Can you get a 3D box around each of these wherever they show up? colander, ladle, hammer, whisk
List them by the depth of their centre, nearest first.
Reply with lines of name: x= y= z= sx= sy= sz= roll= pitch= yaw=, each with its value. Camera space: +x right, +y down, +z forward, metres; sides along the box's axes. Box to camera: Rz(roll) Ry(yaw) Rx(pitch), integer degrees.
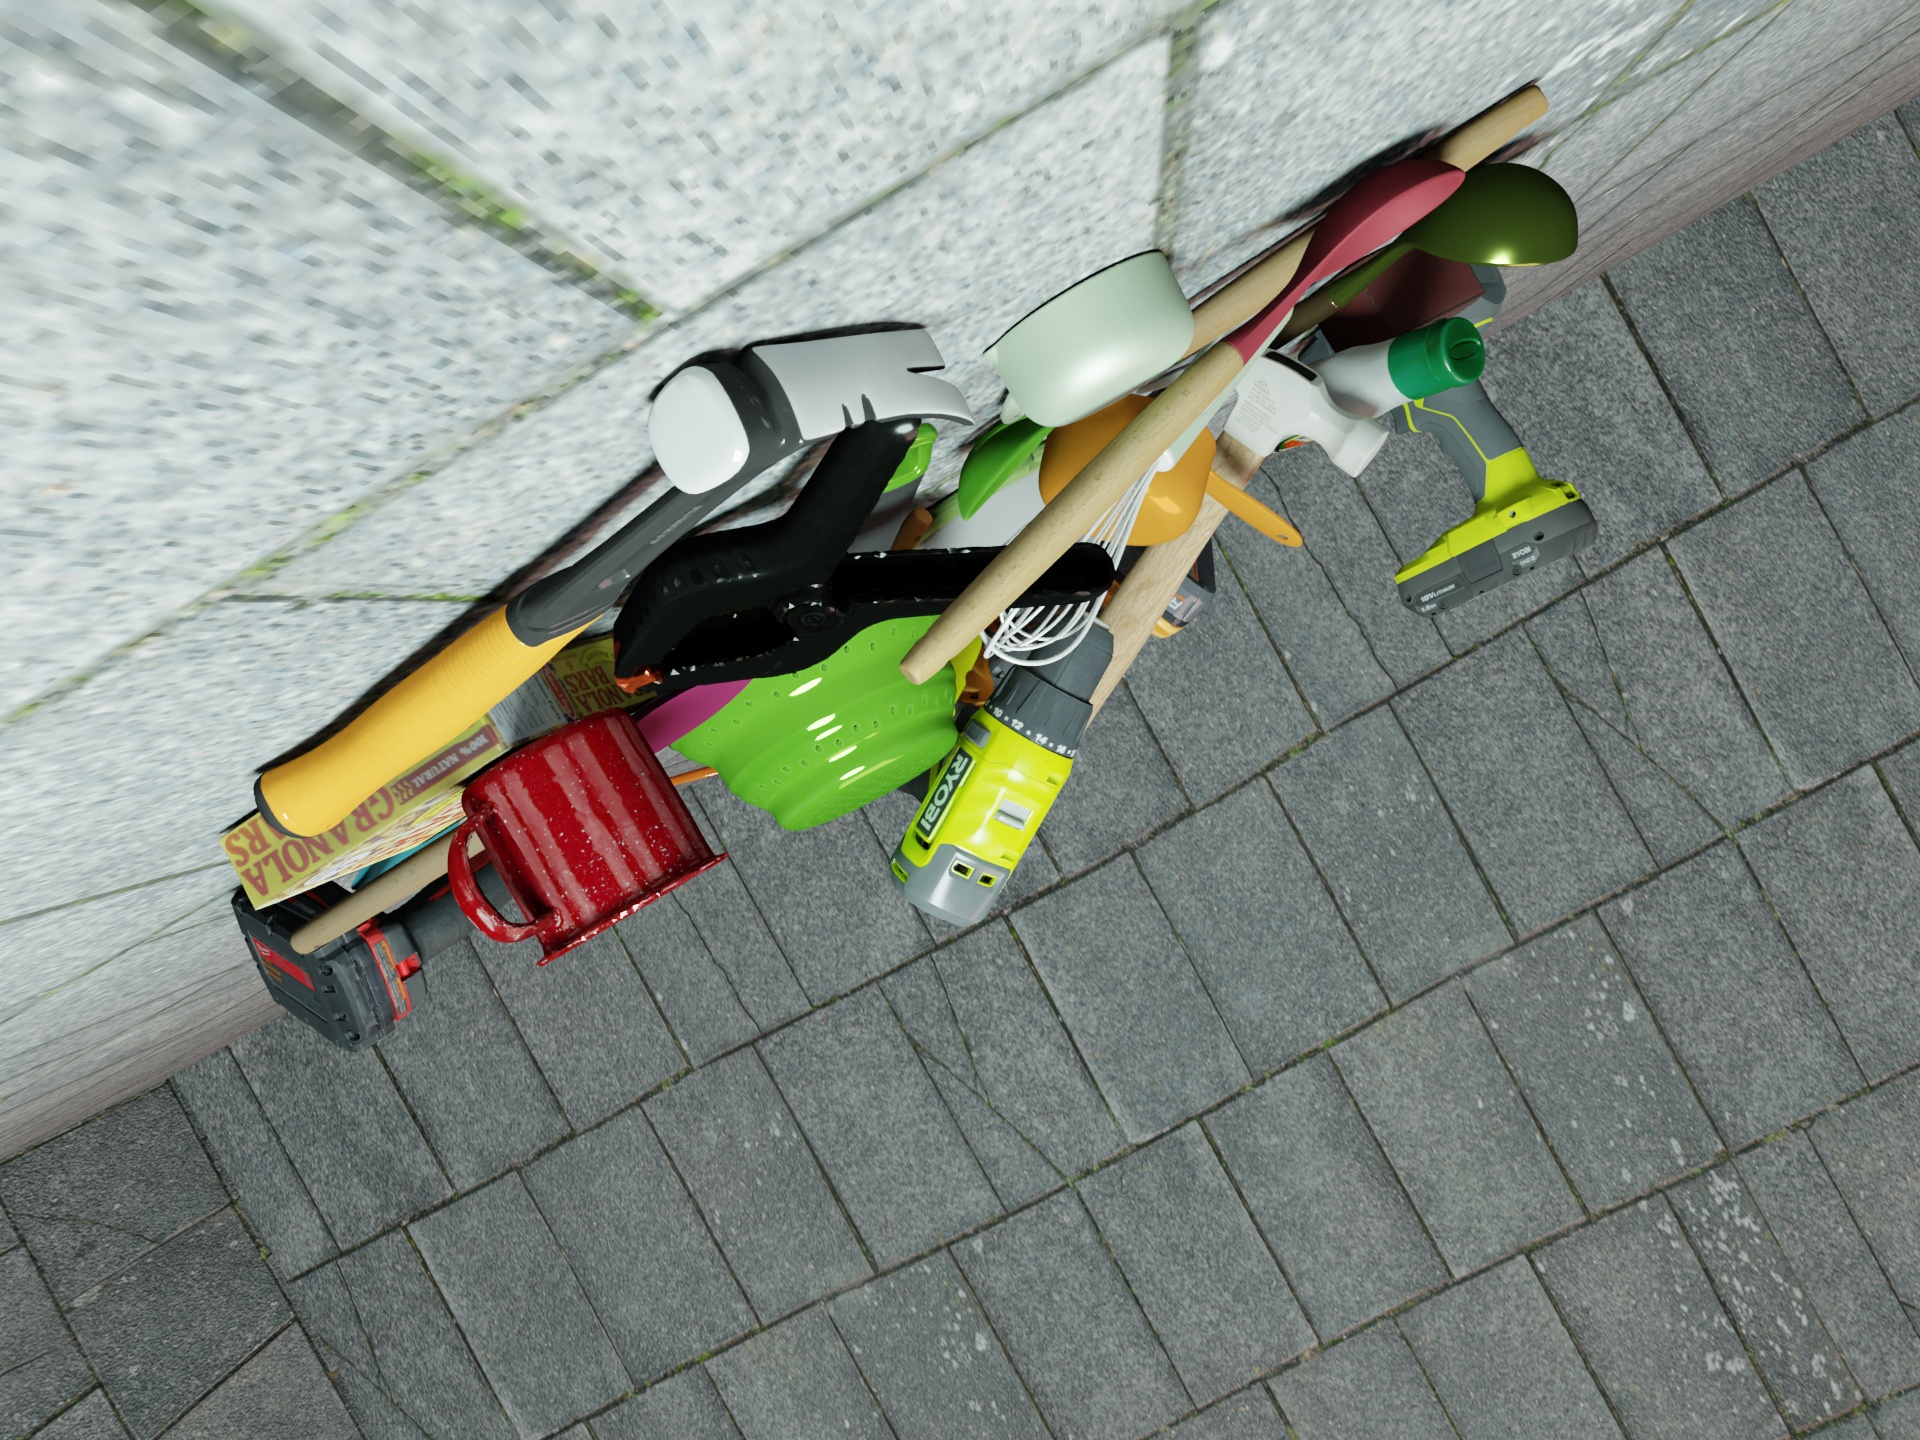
hammer: x=-0.145 y=-0.033 z=0.550 sx=0.337 sy=0.034 sz=0.127 roll=-29 pitch=180 yaw=36
ladle: x=0.088 y=-0.123 z=0.615 sx=0.315 sy=0.031 sz=0.069 roll=-45 pitch=180 yaw=-16
whisk: x=0.086 y=-0.122 z=0.752 sx=0.246 sy=0.058 sz=0.059 roll=-52 pitch=176 yaw=-16
colander: x=-0.051 y=-0.025 z=0.800 sx=0.204 sy=0.094 sz=0.397 roll=-25 pitch=171 yaw=-19
ladle: x=0.197 y=-0.216 z=0.893 sx=0.078 sy=0.062 sz=0.320 roll=-33 pitch=-175 yaw=-38
hammer: x=0.111 y=-0.080 z=0.964 sx=0.031 sy=0.130 sz=0.331 roll=-39 pitch=164 yaw=-54

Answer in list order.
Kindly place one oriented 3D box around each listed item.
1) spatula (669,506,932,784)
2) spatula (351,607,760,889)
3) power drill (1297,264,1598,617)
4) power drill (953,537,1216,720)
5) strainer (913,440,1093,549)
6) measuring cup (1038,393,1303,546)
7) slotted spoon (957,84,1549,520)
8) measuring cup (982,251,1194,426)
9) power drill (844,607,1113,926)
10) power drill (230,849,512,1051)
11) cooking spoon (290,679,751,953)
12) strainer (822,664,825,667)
spatula: x=-0.112 y=-0.031 z=1.007 sx=0.081 sy=0.041 sz=0.322 roll=-15 pitch=155 yaw=-48
spatula: x=-0.191 y=-0.005 z=0.846 sx=0.317 sy=0.044 sz=0.082 roll=-30 pitch=174 yaw=12
power drill: x=0.329 y=-0.194 z=1.111 sx=0.080 sy=0.223 sz=0.171 roll=-20 pitch=174 yaw=-43
power drill: x=0.069 y=-0.083 z=1.110 sx=0.226 sy=0.084 sz=0.186 roll=-40 pitch=-153 yaw=32
strainer: x=0.041 y=-0.120 z=0.944 sx=0.151 sy=0.069 sz=0.256 roll=-29 pitch=-178 yaw=2
measuring cup: x=0.116 y=-0.110 z=0.841 sx=0.095 sy=0.173 sz=0.052 roll=-7 pitch=-118 yaw=55
slotted spoon: x=0.118 y=-0.186 z=0.722 sx=0.313 sy=0.031 sz=0.070 roll=-31 pitch=-172 yaw=23
measuring cup: x=0.045 y=-0.136 z=0.647 sx=0.083 sy=0.038 sz=0.167 roll=-29 pitch=178 yaw=-12
power drill: x=-0.002 y=-0.003 z=0.978 sx=0.190 sy=0.080 sz=0.229 roll=-61 pitch=-150 yaw=7
power drill: x=-0.316 y=0.097 z=0.976 sx=0.143 sy=0.078 sz=0.219 roll=17 pitch=-142 yaw=39
cooking spoon: x=-0.229 y=0.048 z=0.793 sx=0.319 sy=0.017 sz=0.068 roll=-30 pitch=173 yaw=23
strainer: x=-0.029 y=-0.066 z=1.098 sx=0.258 sy=0.050 sz=0.086 roll=-50 pitch=147 yaw=8
